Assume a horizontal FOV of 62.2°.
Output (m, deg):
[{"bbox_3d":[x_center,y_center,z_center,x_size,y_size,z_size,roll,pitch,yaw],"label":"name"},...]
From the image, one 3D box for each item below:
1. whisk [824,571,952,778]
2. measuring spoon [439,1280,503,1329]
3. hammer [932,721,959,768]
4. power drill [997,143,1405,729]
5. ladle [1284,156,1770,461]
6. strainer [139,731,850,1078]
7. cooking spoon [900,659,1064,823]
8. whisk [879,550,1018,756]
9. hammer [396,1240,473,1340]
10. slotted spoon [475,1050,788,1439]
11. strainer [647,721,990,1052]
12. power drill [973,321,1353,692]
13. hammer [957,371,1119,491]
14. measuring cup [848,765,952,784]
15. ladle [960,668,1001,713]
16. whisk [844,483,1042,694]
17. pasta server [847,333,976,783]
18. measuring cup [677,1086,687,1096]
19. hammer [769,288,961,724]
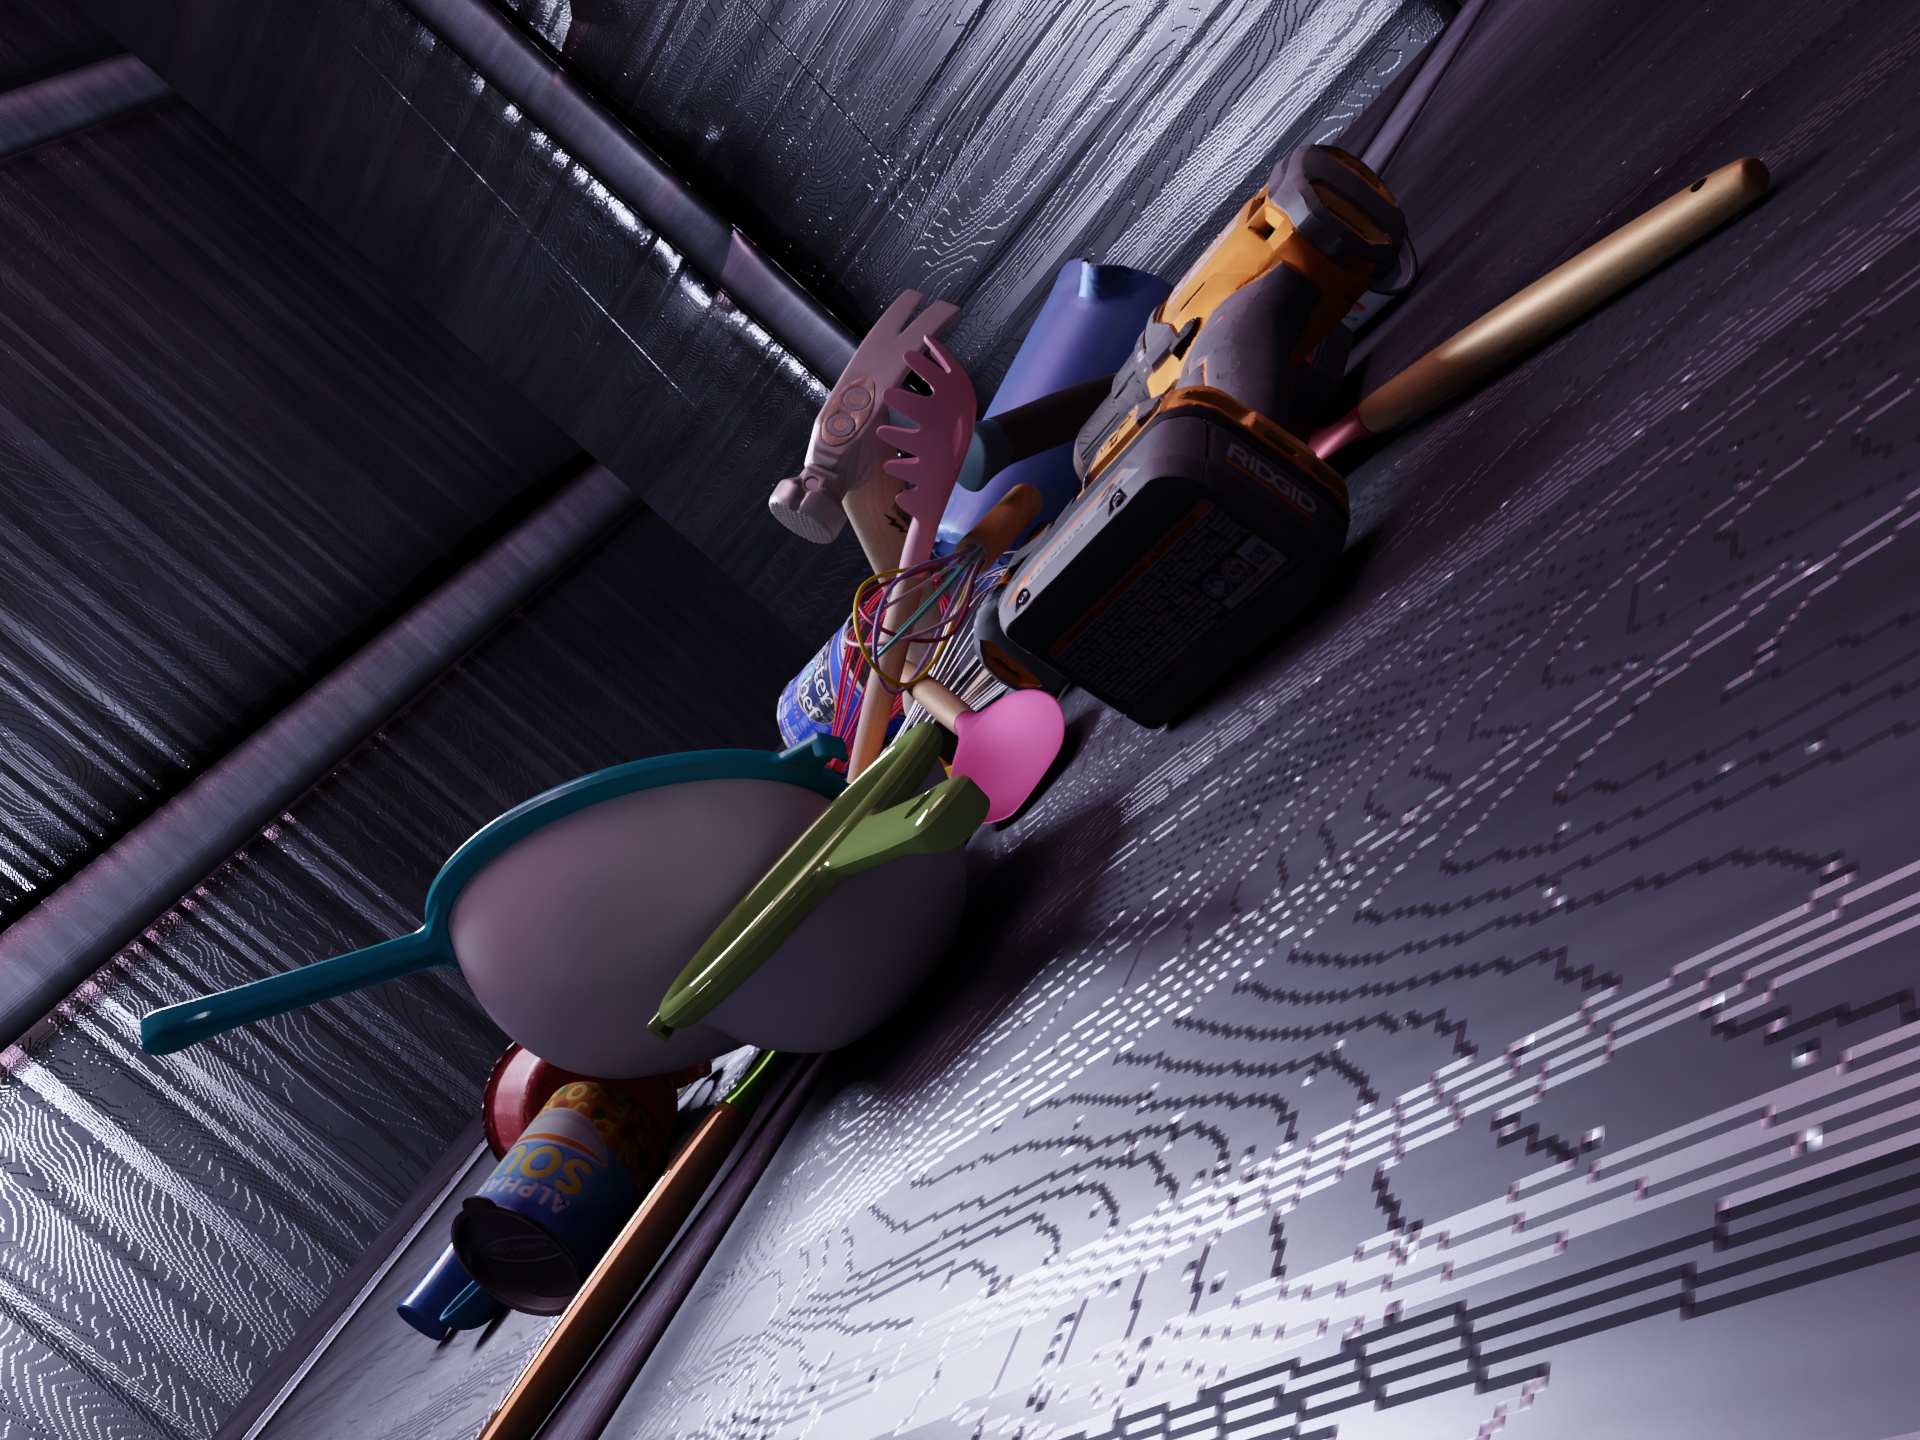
[{"bbox_3d":[-0.087,0.019,1.192,0.296,0.073,0.073,-62,7,-1],"label":"whisk"},{"bbox_3d":[-0.232,0.293,0.885,0.128,0.021,0.042,-41,3,-15],"label":"measuring spoon"},{"bbox_3d":[-0.112,0.124,0.966,0.337,0.034,0.127,-46,6,23],"label":"hammer"},{"bbox_3d":[0.085,-0.103,0.625,0.185,0.084,0.226,-45,17,47],"label":"power drill"},{"bbox_3d":[0.167,-0.124,0.586,0.069,0.031,0.315,-61,12,-19],"label":"ladle"},{"bbox_3d":[-0.194,0.125,0.729,0.340,0.095,0.210,-16,-29,-12],"label":"strainer"},{"bbox_3d":[-0.001,-0.003,0.831,0.069,0.017,0.319,-54,17,1],"label":"cooking spoon"},{"bbox_3d":[-0.024,0.006,1.006,0.284,0.070,0.070,-51,5,24],"label":"whisk"},{"bbox_3d":[-0.250,0.240,1.108,0.406,0.035,0.144,-58,-6,-39],"label":"hammer"},{"bbox_3d":[-0.106,0.178,0.640,0.314,0.031,0.070,-54,1,-29],"label":"slotted spoon"},{"bbox_3d":[-0.023,0.065,0.558,0.151,0.069,0.256,-49,6,-21],"label":"strainer"},{"bbox_3d":[0.102,-0.129,0.833,0.226,0.084,0.164,-50,5,32],"label":"power drill"},{"bbox_3d":[0.093,-0.200,0.990,0.331,0.033,0.128,-33,-28,-49],"label":"hammer"},{"bbox_3d":[-0.026,0.048,0.850,0.029,0.062,0.156,-4,-14,-44],"label":"measuring cup"},{"bbox_3d":[0.076,-0.111,1.011,0.320,0.062,0.078,-50,-1,13],"label":"ladle"},{"bbox_3d":[-0.001,-0.081,0.814,0.051,0.047,0.245,-56,-2,32],"label":"whisk"},{"bbox_3d":[-0.038,-0.066,0.878,0.060,0.040,0.316,-53,-15,-45],"label":"pasta server"},{"bbox_3d":[-0.137,0.142,0.902,0.083,0.038,0.167,28,86,46],"label":"measuring cup"},{"bbox_3d":[-0.030,-0.096,0.988,0.146,0.038,0.410,-61,-14,-15],"label":"hammer"}]
